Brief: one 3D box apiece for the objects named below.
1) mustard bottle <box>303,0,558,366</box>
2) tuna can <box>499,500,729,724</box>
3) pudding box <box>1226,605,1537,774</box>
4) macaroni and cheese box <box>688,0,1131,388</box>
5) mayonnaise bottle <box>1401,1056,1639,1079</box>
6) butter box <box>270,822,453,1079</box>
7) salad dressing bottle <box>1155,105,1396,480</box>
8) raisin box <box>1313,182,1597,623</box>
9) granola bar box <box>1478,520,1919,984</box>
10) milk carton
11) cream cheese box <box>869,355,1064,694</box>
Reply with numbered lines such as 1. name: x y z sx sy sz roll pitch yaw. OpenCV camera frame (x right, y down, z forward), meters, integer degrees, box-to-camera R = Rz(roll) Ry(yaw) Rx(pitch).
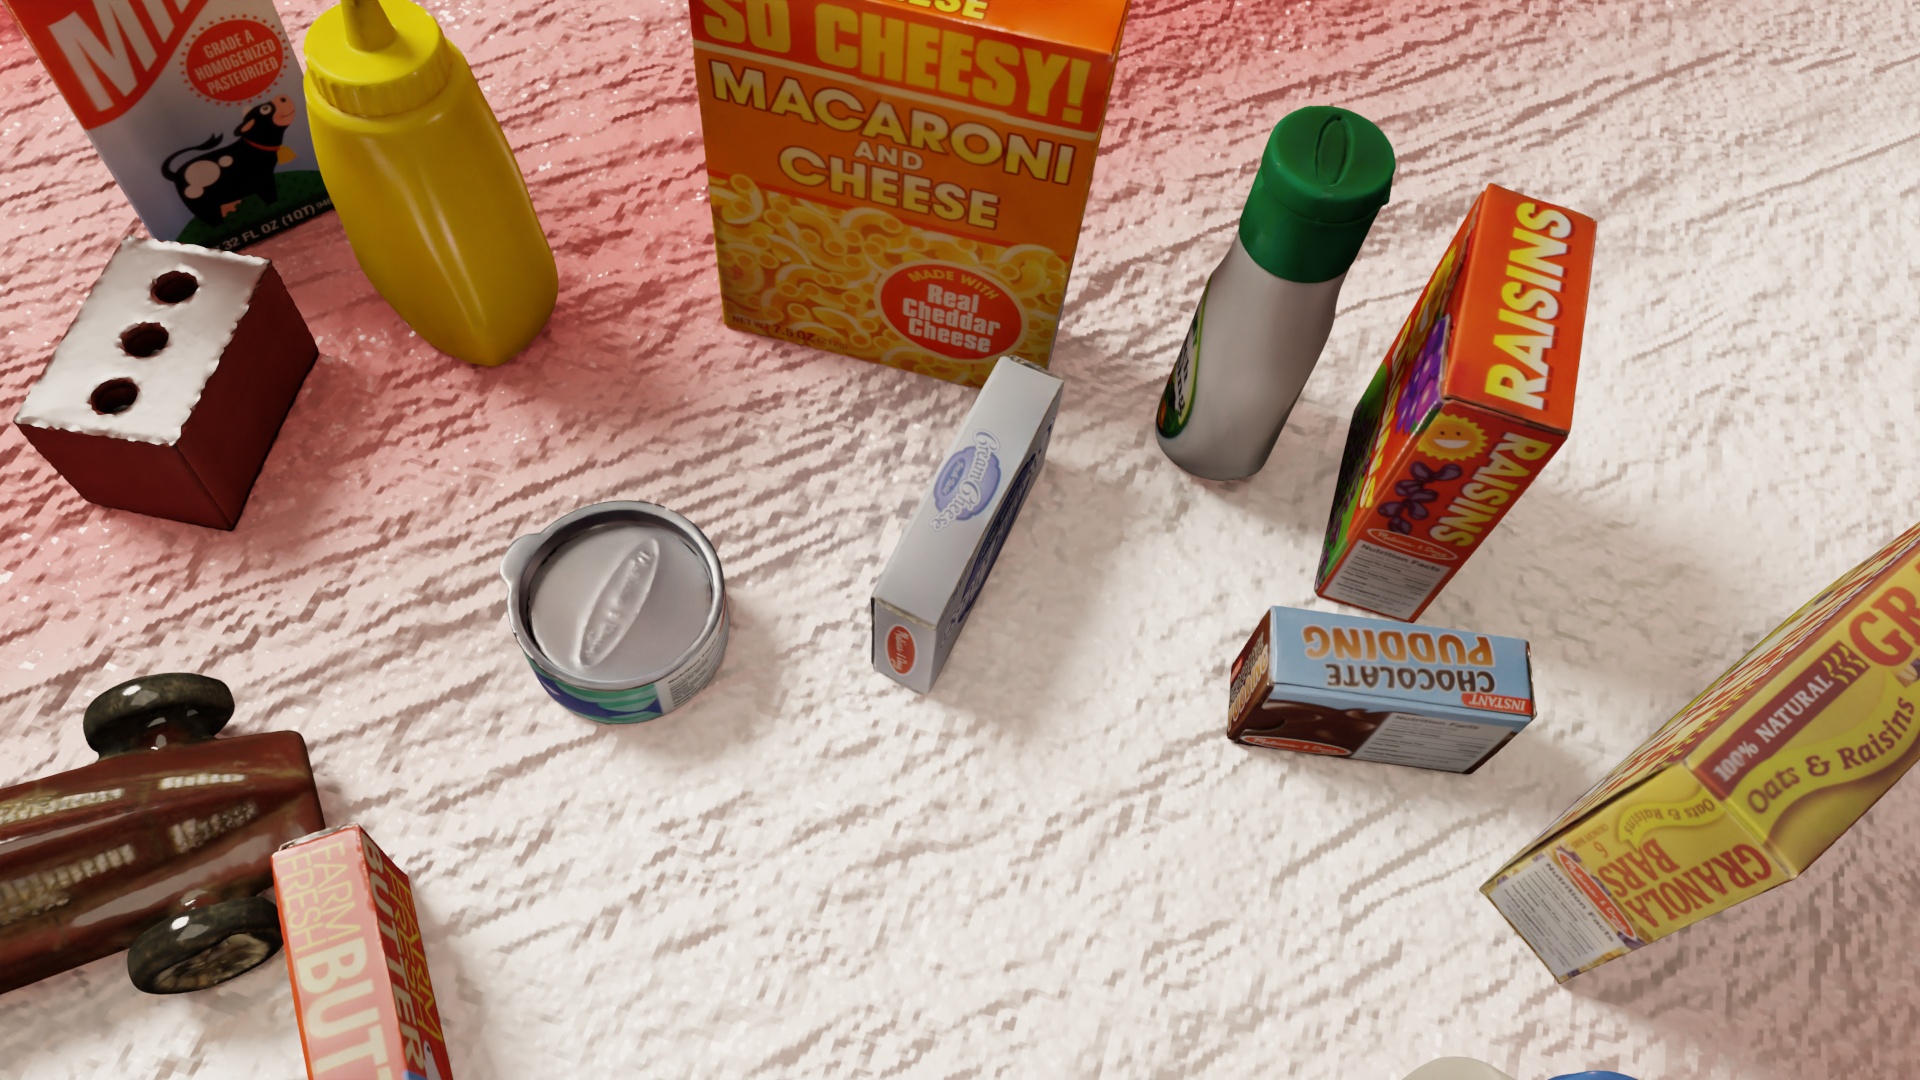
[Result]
1. mustard bottle: -0.172 -0.121 0.445 0.065 0.159 0.049 30 63 11
2. tuna can: -0.110 0.022 0.443 0.071 0.032 0.071 2 61 -4
3. pudding box: 0.132 0.048 0.442 0.084 0.049 0.030 7 61 -1
4. macaroni and cheese box: -0.020 -0.120 0.454 0.124 0.165 0.040 14 61 2
5. mayonnaise bottle: 0.119 0.153 0.326 0.041 0.147 0.065 -38 71 -22
6. butter box: -0.154 0.132 0.367 0.024 0.053 0.104 -18 64 -14
7. salad dressing bottle: 0.099 -0.075 0.451 0.044 0.147 0.064 15 61 3
8. raisin box: 0.157 -0.040 0.451 0.040 0.122 0.086 19 61 5
9. granola bar box: 0.242 0.053 0.407 0.166 0.123 0.039 -32 69 -20
10. milk carton: -0.273 -0.184 0.453 0.072 0.189 0.073 -33 69 -20
11. cream cheese box: 0.002 -0.006 0.457 0.024 0.053 0.104 23 62 8
